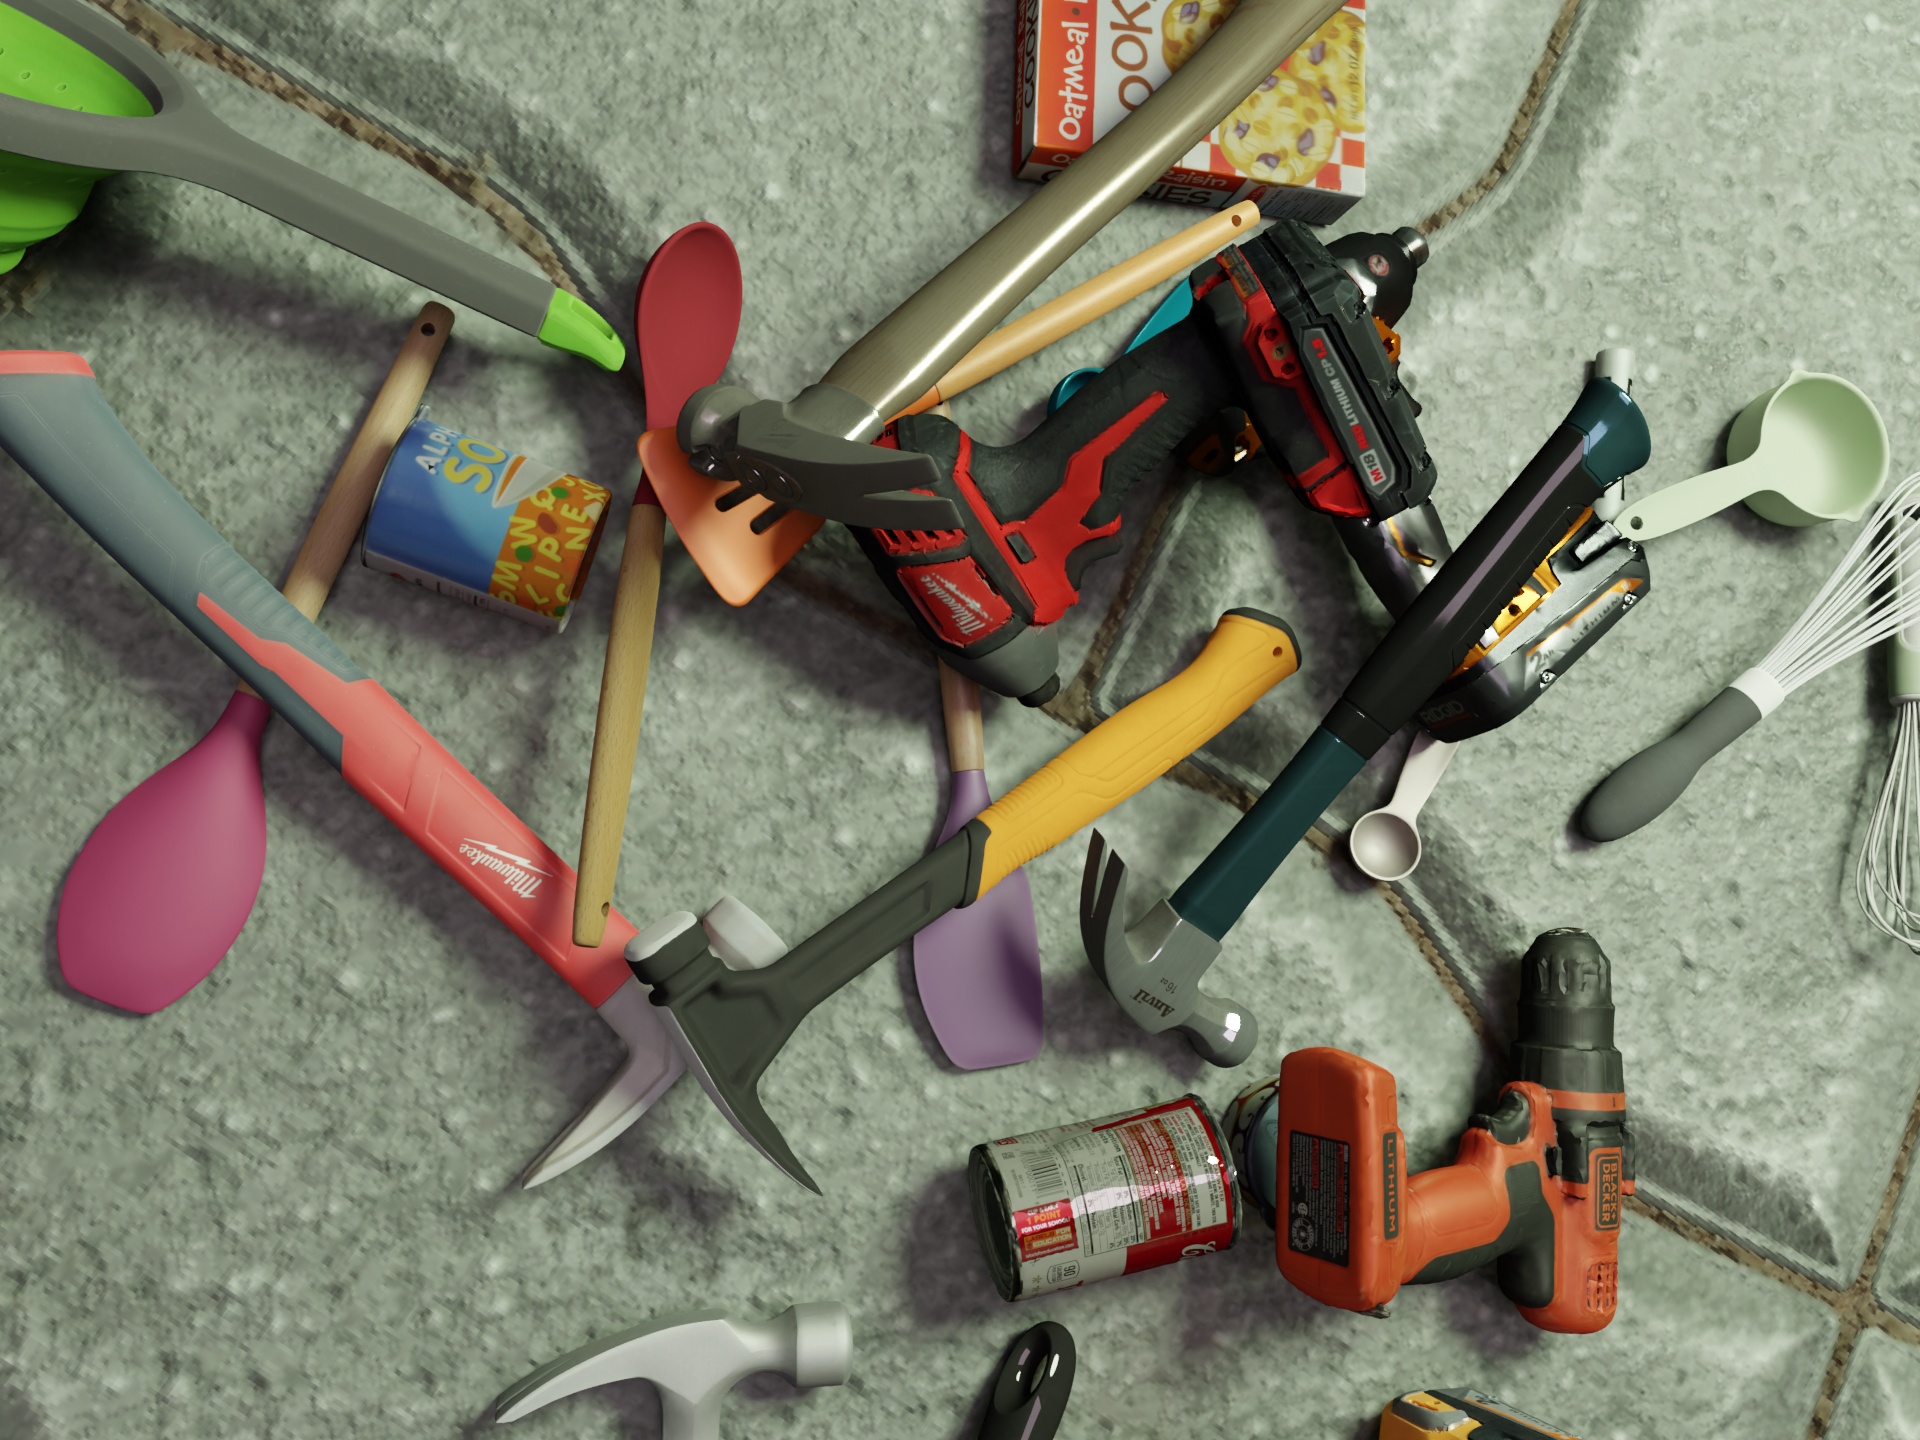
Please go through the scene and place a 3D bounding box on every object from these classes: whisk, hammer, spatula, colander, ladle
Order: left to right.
[{"bbox_3d":[-0.331,-0.200,0.620,0.396,0.205,0.094,23,113,-19],"label":"colander"},{"bbox_3d":[-0.254,0.013,0.636,0.386,0.038,0.143,46,77,-9],"label":"hammer"},{"bbox_3d":[-0.132,-0.063,0.663,0.031,0.069,0.315,-1,73,23],"label":"ladle"},{"bbox_3d":[-0.114,0.447,0.637,0.144,0.035,0.405,0,84,-13],"label":"hammer"},{"bbox_3d":[-0.015,0.386,0.636,0.073,0.073,0.296,30,64,-8],"label":"whisk"},{"bbox_3d":[-0.001,-0.002,0.720,0.059,0.018,0.316,-3,85,-19],"label":"spatula"},{"bbox_3d":[0.010,-0.160,0.709,0.322,0.041,0.081,-32,101,-15],"label":"spatula"},{"bbox_3d":[0.026,0.056,0.693,0.337,0.034,0.127,-34,105,-21],"label":"hammer"},{"bbox_3d":[0.067,-0.225,0.662,0.411,0.146,0.038,-47,132,-21],"label":"hammer"},{"bbox_3d":[0.173,-0.001,0.676,0.128,0.033,0.331,34,99,-30],"label":"hammer"},{"bbox_3d":[0.418,-0.033,0.787,0.284,0.070,0.070,-40,93,-1],"label":"whisk"},{"bbox_3d":[0.492,-0.003,0.818,0.058,0.059,0.246,2,78,15],"label":"whisk"}]

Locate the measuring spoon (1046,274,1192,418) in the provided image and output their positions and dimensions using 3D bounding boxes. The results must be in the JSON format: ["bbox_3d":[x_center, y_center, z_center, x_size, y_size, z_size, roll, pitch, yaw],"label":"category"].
[{"bbox_3d":[0.081,-0.174,0.760,0.129,0.021,0.042,-50,121,-22],"label":"measuring spoon"}]

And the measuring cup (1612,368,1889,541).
[{"bbox_3d":[0.394,-0.121,0.813,0.167,0.038,0.083,-22,89,-12],"label":"measuring cup"}]

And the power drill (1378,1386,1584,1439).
[{"bbox_3d":[0.153,0.340,0.635,0.226,0.185,0.084,-3,83,-16],"label":"power drill"}]

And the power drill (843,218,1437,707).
[{"bbox_3d":[0.071,-0.095,0.658,0.219,0.079,0.143,-27,123,13],"label":"power drill"}]

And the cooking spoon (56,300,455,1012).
[{"bbox_3d":[-0.282,-0.033,0.660,0.068,0.017,0.319,24,79,-12],"label":"cooking spoon"}]

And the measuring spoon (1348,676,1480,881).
[{"bbox_3d":[0.222,0.025,0.772,0.034,0.018,0.124,30,71,5],"label":"measuring spoon"}]

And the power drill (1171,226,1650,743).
[{"bbox_3d":[0.214,-0.121,0.751,0.164,0.084,0.226,-40,90,-16],"label":"power drill"}]
